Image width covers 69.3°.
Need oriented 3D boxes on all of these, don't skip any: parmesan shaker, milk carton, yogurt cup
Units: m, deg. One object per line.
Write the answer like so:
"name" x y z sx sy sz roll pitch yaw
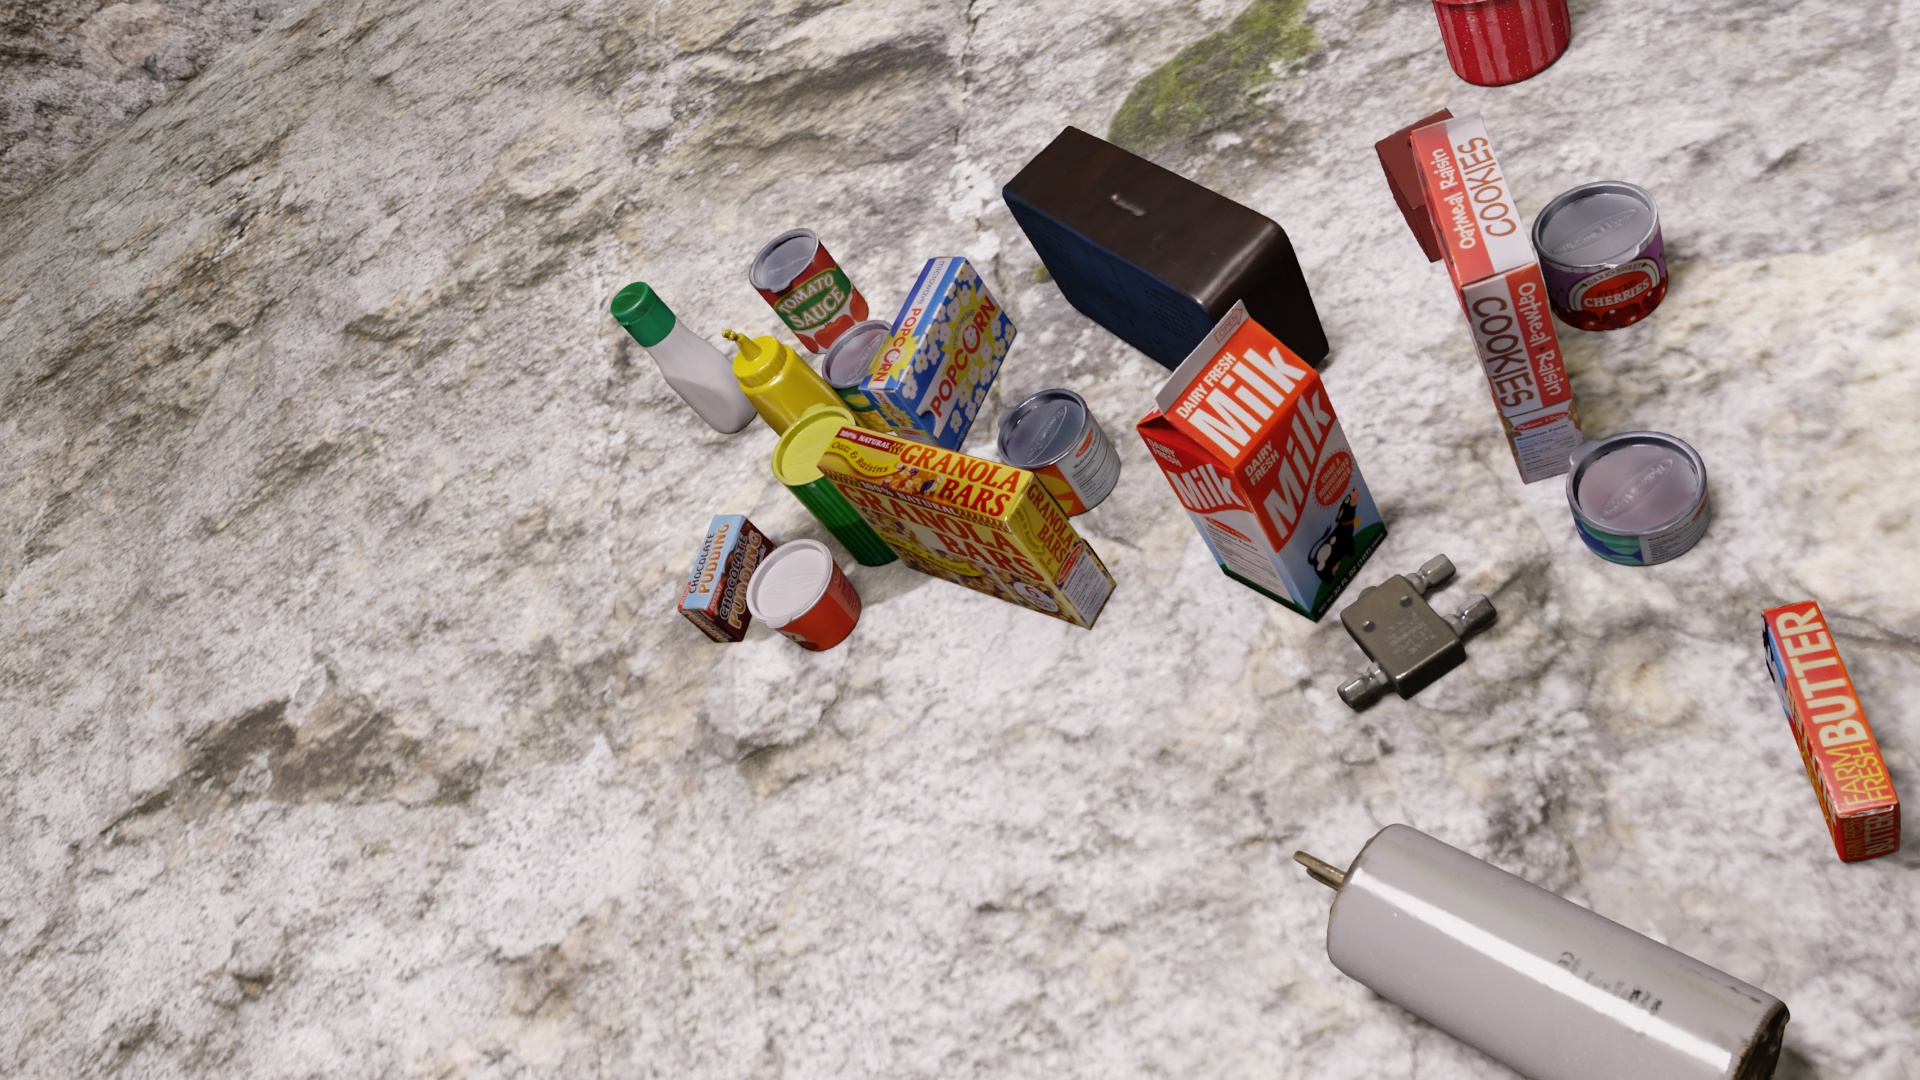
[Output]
"parmesan shaker" -0.075 -0.039 0.968 0.071 0.102 0.072 -18 48 21
"milk carton" 0.161 -0.044 0.755 0.072 0.190 0.073 -49 45 -9
"yogurt cup" -0.105 0.041 0.960 0.072 0.053 0.073 -18 48 21

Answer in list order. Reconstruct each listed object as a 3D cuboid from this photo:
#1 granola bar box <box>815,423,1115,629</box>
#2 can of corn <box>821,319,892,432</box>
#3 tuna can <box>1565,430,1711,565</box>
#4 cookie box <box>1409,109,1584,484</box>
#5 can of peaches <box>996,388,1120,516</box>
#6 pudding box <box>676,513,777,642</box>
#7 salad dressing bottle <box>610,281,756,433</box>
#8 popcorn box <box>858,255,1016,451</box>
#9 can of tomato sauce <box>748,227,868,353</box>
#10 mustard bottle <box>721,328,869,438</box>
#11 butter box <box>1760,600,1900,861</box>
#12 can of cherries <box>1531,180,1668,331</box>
"granola bar box" 0.003 -0.011 0.880 0.165 0.124 0.039 18 68 41
"can of corn" -0.061 -0.124 1.059 0.071 0.058 0.071 -18 48 21
"tuna can" 0.352 -0.023 0.726 0.071 0.032 0.071 -18 48 21
"cookie box" 0.292 -0.129 0.753 0.040 0.167 0.123 -18 48 21
"can of peaches" 0.064 -0.058 0.925 0.071 0.058 0.071 -18 48 21
"pudding box" -0.171 0.027 1.017 0.030 0.049 0.084 -4 55 32
"salad dressing bottle" -0.221 -0.146 1.117 0.064 0.147 0.044 7 61 37
"popcorn box" -0.014 -0.133 1.016 0.038 0.085 0.127 7 60 37
"can of tomato sauce" -0.123 -0.203 1.145 0.071 0.083 0.071 -18 48 21
"mustard bottle" -0.120 -0.103 1.008 0.065 0.159 0.049 23 71 43
"butter box" 0.381 0.083 0.609 0.024 0.053 0.104 -16 49 23
"can of cherries" 0.372 -0.163 0.805 0.071 0.058 0.072 -18 48 21
